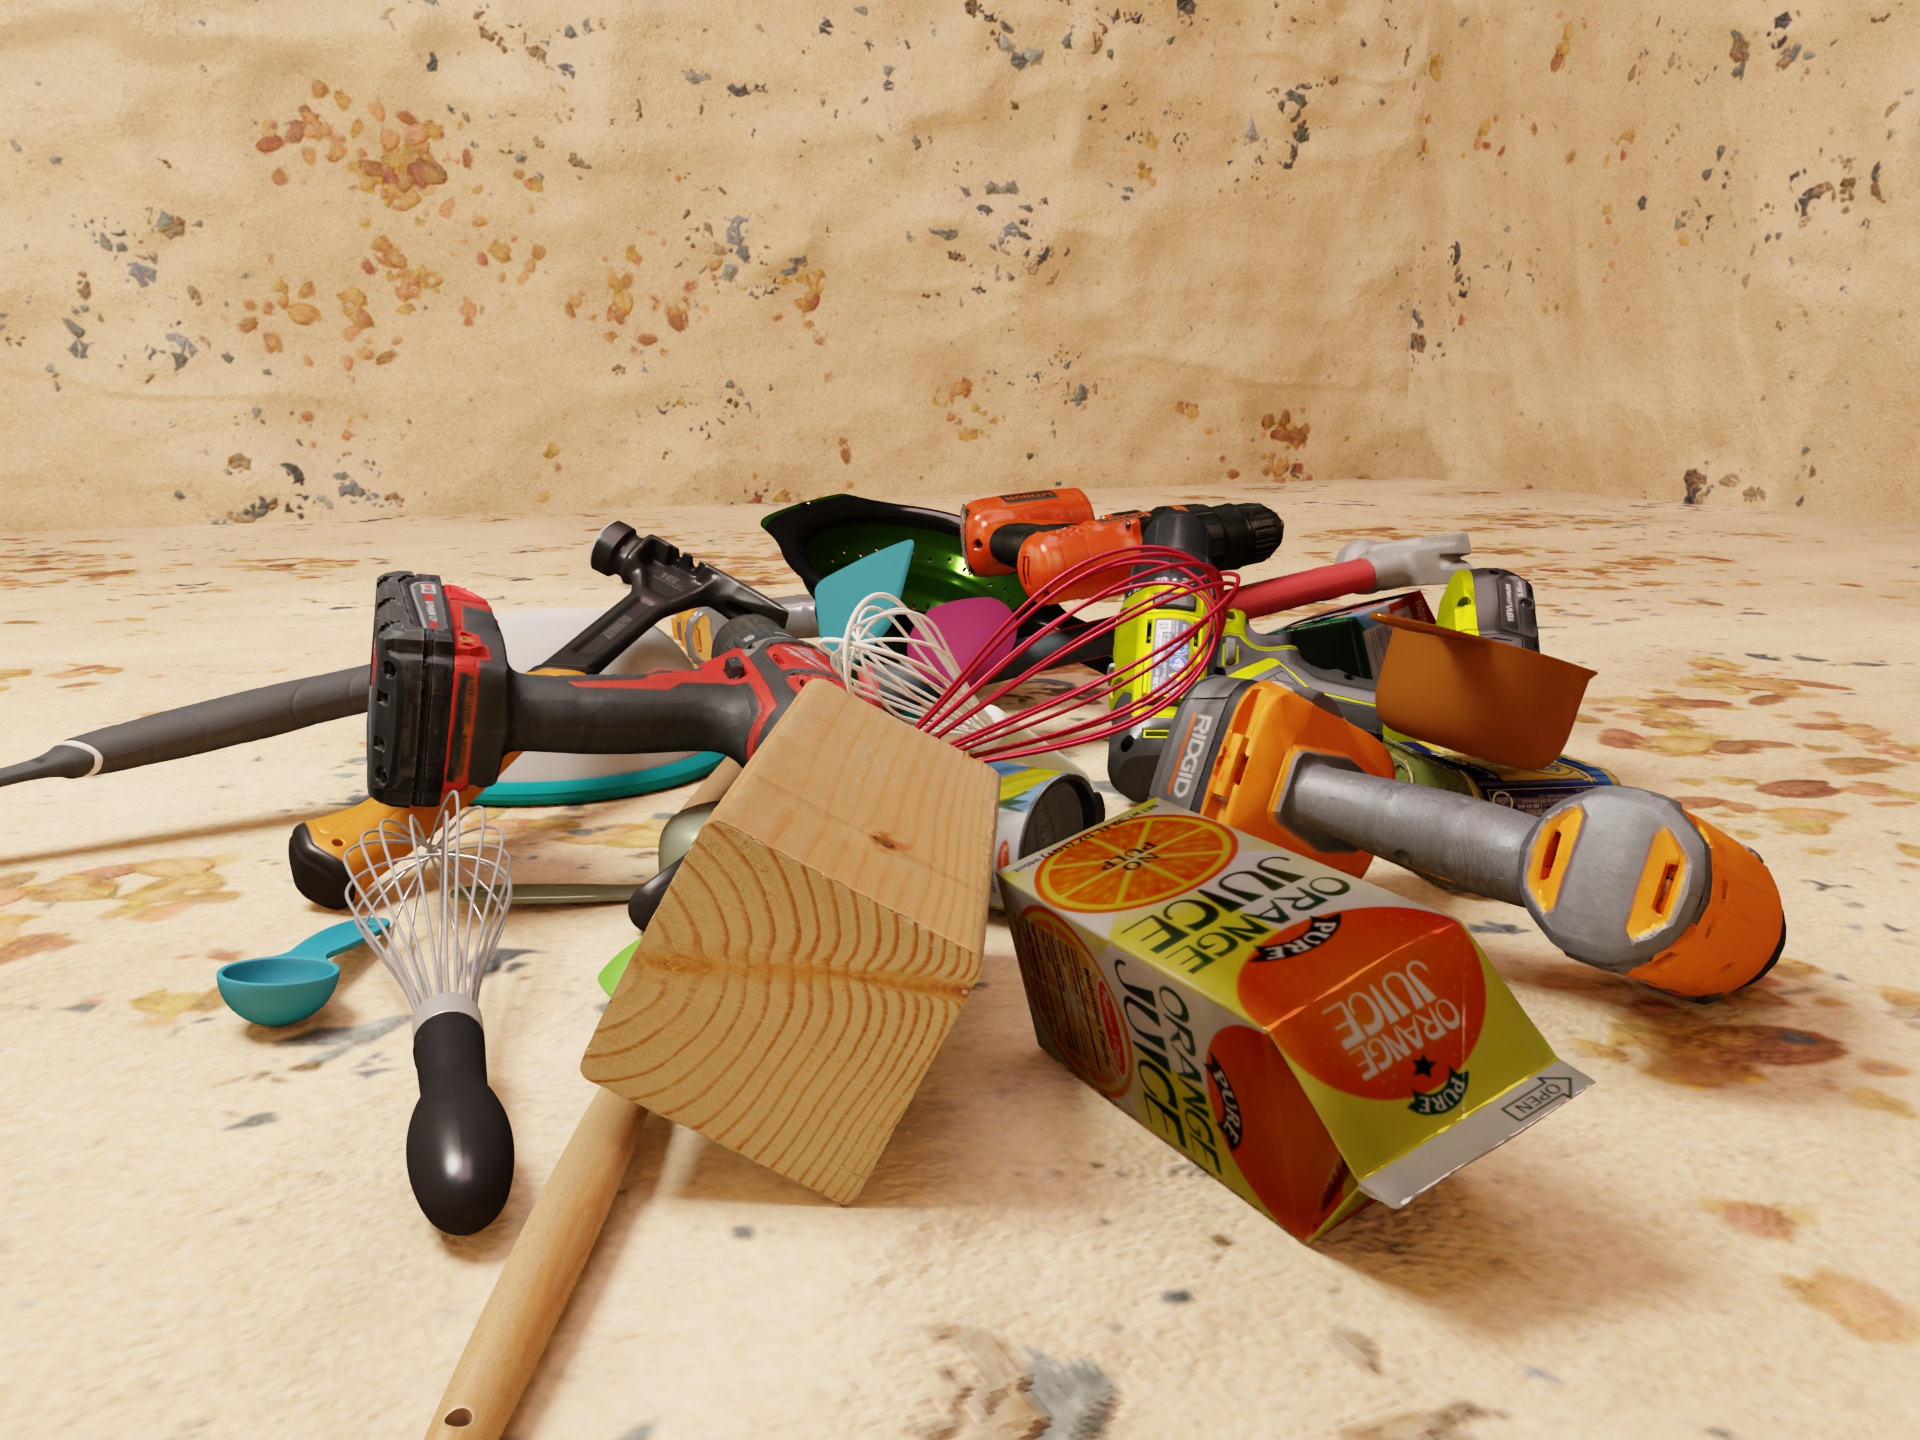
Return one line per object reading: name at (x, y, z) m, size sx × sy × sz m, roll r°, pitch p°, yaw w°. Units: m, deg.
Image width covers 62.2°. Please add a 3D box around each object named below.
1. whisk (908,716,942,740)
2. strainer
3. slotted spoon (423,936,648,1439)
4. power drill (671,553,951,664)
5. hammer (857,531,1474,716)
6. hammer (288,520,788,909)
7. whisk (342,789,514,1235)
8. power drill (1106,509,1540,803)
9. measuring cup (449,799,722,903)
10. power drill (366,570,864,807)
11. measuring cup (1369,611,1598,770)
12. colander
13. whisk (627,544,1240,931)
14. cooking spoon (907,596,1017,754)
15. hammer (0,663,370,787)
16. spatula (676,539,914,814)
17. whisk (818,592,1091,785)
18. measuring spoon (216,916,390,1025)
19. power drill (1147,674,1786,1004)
whisk at (-0.038, 0.023, 0.892) m, size 0.055 × 0.055 × 0.239 m, roll 2°, pitch 9°, yaw 10°
strainer at (-0.187, -0.026, 0.989) m, size 0.340 × 0.095 × 0.211 m, roll -6°, pitch 14°, yaw -20°
slotted spoon at (-0.104, 0.123, 0.484) m, size 0.070 × 0.031 × 0.314 m, roll 4°, pitch 14°, yaw 1°
power drill at (-0.128, -0.092, 1.332) m, size 0.226 × 0.084 × 0.185 m, roll -8°, pitch 13°, yaw -14°
hammer at (0.127, -0.060, 0.998) m, size 0.386 × 0.038 × 0.143 m, roll -14°, pitch 7°, yaw -12°
hammer at (-0.217, -0.005, 0.834) m, size 0.127 × 0.034 × 0.337 m, roll 27°, pitch 37°, yaw 7°
whisk at (-0.181, 0.095, 0.557) m, size 0.070 × 0.070 × 0.285 m, roll -5°, pitch 19°, yaw -19°
power drill at (0.199, -0.037, 0.897) m, size 0.228 × 0.080 × 0.191 m, roll 5°, pitch 54°, yaw 7°
measuring cup at (-0.145, 0.061, 0.724) m, size 0.167 × 0.038 × 0.083 m, roll -1°, pitch 12°, yaw -14°
power drill at (-0.164, -0.018, 0.766) m, size 0.226 × 0.080 × 0.188 m, roll 4°, pitch 18°, yaw -22°
measuring cup at (0.207, -0.013, 0.682) m, size 0.095 × 0.052 × 0.173 m, roll 20°, pitch 8°, yaw 36°
colander at (0.030, -0.046, 1.133) m, size 0.397 × 0.094 × 0.204 m, roll 27°, pitch 31°, yaw 25°
whisk at (-0.013, 0.011, 0.670) m, size 0.296 × 0.073 × 0.073 m, roll -30°, pitch 12°, yaw 4°
cooking spoon at (-0.001, -0.003, 0.873) m, size 0.069 × 0.017 × 0.319 m, roll -9°, pitch 28°, yaw 6°
hammer at (-0.457, 0.025, 0.785) m, size 0.409 × 0.036 × 0.149 m, roll -17°, pitch 18°, yaw -30°
spatula at (-0.101, -0.020, 0.931) m, size 0.082 × 0.044 × 0.318 m, roll -21°, pitch 18°, yaw 28°
whisk at (0.008, 0.002, 0.773) m, size 0.058 × 0.059 × 0.246 m, roll 1°, pitch -18°, yaw 29°
measuring spoon at (-0.252, 0.099, 0.629) m, size 0.042 × 0.021 × 0.128 m, roll 4°, pitch 3°, yaw -1°
power drill at (0.208, 0.052, 0.639) m, size 0.227 × 0.084 × 0.164 m, roll 17°, pitch -3°, yaw 44°
